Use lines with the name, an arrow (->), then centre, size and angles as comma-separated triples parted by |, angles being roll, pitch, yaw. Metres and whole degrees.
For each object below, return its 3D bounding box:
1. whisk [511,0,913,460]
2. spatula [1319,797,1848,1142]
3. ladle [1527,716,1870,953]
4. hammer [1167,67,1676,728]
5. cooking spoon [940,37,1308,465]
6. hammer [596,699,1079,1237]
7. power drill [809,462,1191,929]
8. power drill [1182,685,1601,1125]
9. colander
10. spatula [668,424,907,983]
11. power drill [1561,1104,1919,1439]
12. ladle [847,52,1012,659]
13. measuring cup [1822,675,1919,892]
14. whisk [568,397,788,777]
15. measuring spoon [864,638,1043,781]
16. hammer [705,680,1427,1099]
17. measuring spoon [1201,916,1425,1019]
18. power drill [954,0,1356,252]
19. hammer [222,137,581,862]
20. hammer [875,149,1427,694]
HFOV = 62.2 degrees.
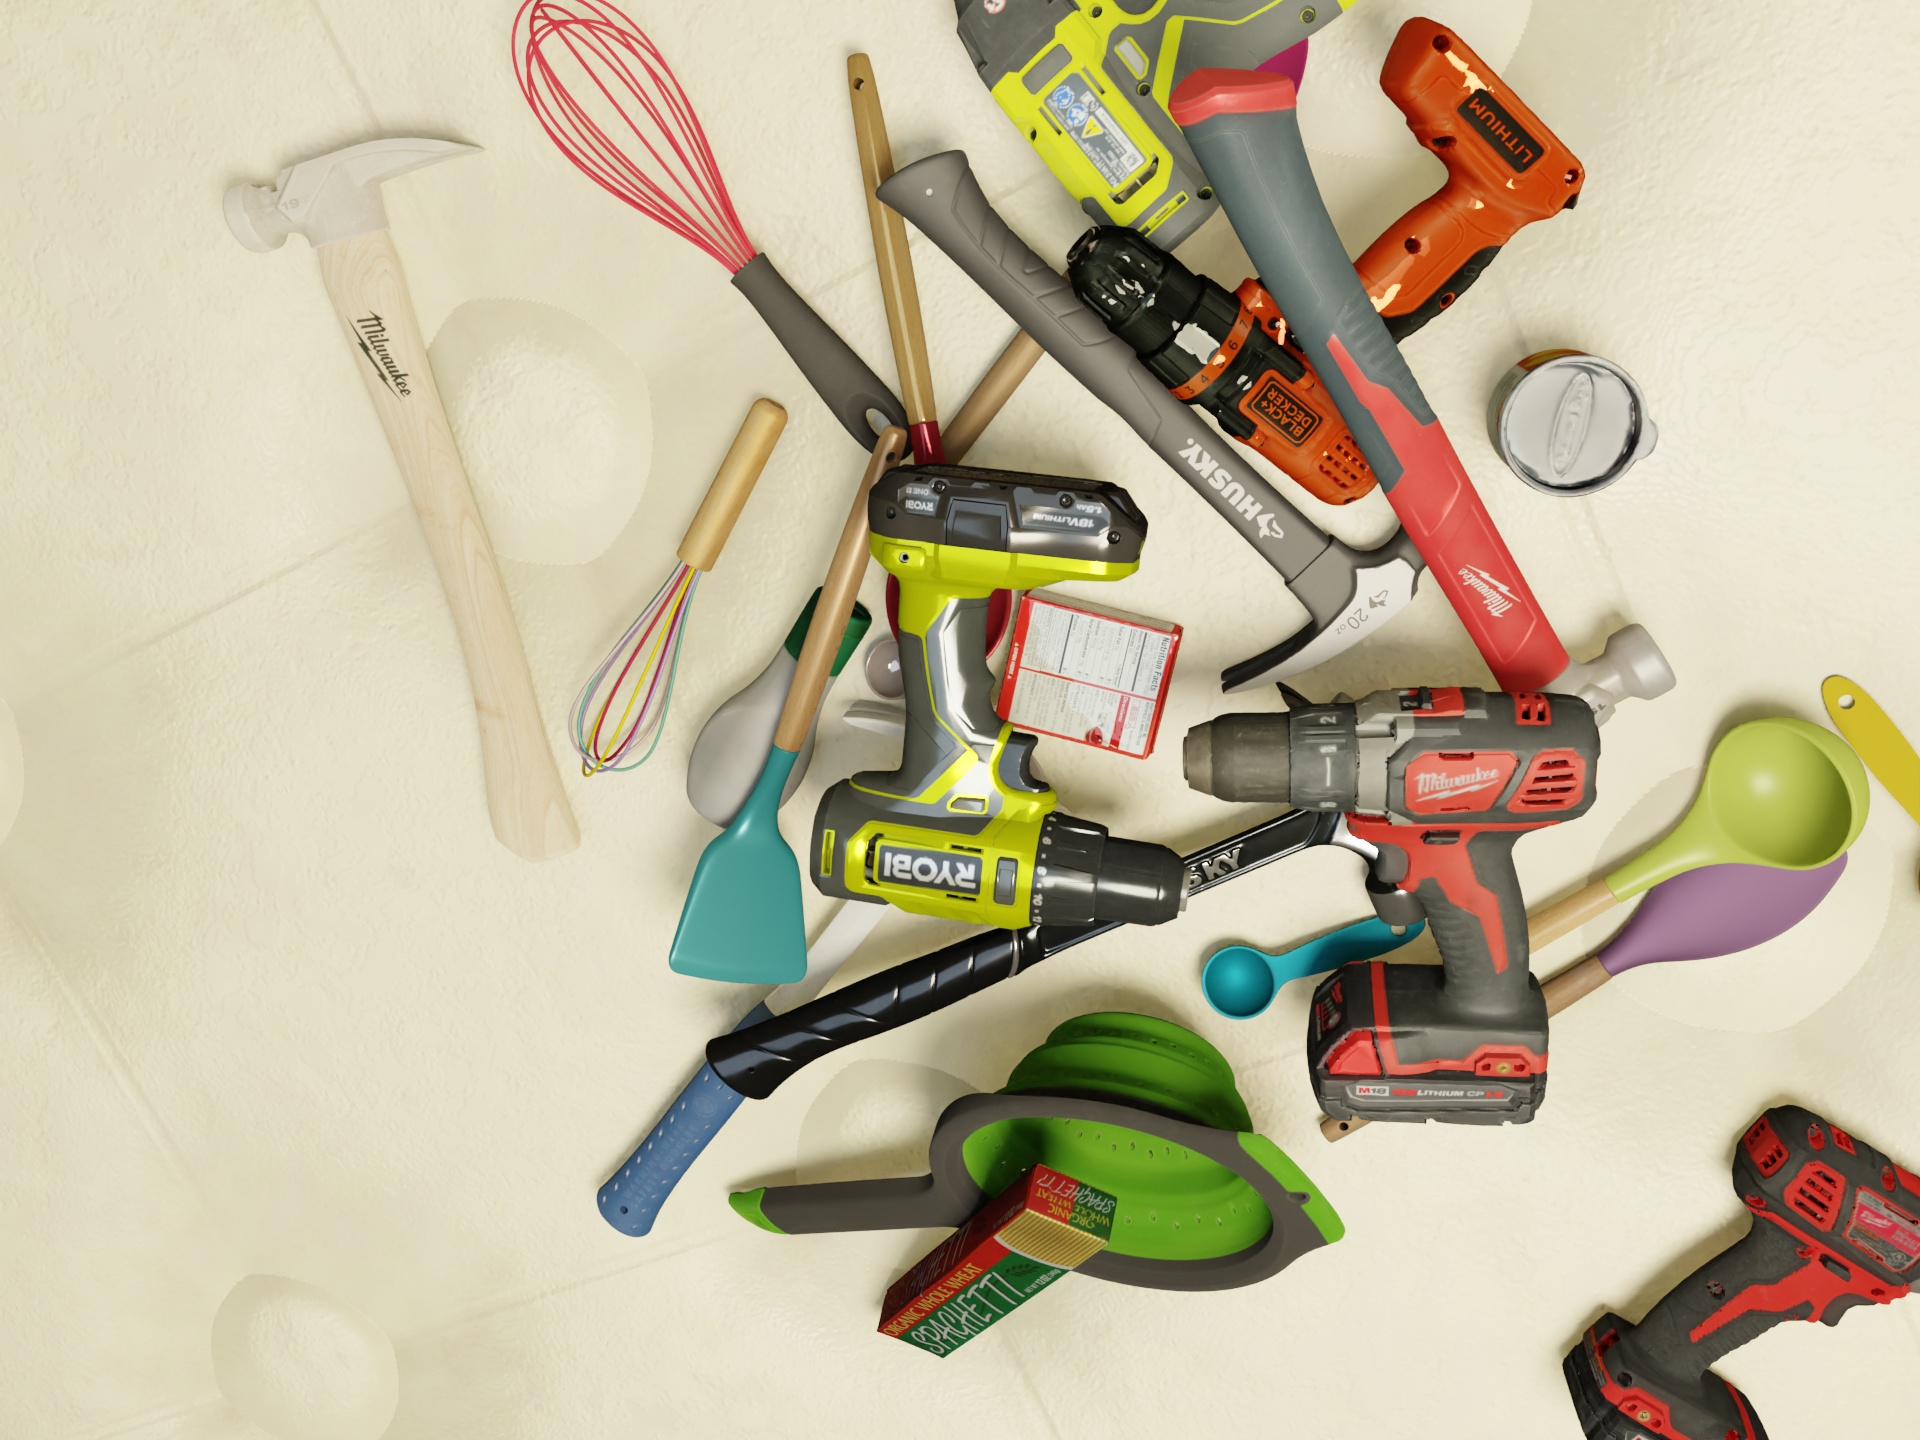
whisk -> -0.123, -0.251, 0.825 | 0.073, 0.073, 0.295 | -37, 102, 19
spatula -> 0.329, 0.149, 0.865 | 0.316, 0.018, 0.060 | -37, 87, 19
ladle -> 0.317, 0.103, 0.836 | 0.320, 0.062, 0.078 | -36, 70, 22
hammer -> 0.187, -0.112, 0.714 | 0.143, 0.038, 0.386 | -31, 122, 16
cooking spoon -> 0.059, -0.223, 0.812 | 0.069, 0.017, 0.319 | 40, 110, 1
hammer -> -0.105, 0.163, 0.954 | 0.144, 0.035, 0.405 | 38, 110, -1
power drill -> 0.029, -0.005, 0.793 | 0.190, 0.080, 0.228 | 8, 104, 9
power drill -> 0.207, 0.087, 0.784 | 0.188, 0.080, 0.226 | -1, 118, 11
colander -> 0.026, 0.245, 0.926 | 0.397, 0.095, 0.204 | -15, 130, 34
spatula -> -0.080, -0.004, 0.851 | 0.082, 0.044, 0.317 | 10, 111, -27
power drill -> 0.447, 0.328, 0.867 | 0.143, 0.078, 0.219 | 31, 107, 1
ladle -> -0.025, -0.180, 0.822 | 0.069, 0.031, 0.315 | -7, 100, 13
measuring cup -> 0.485, 0.041, 0.802 | 0.062, 0.029, 0.156 | -37, 84, 19
whisk -> -0.158, -0.068, 0.893 | 0.051, 0.047, 0.245 | 32, 107, 3
measuring spoon -> -0.001, -0.003, 0.875 | 0.124, 0.018, 0.034 | 37, 106, 19
hammer -> 0.044, 0.115, 0.872 | 0.409, 0.036, 0.149 | -24, 107, 10
measuring spoon -> 0.198, 0.132, 0.893 | 0.128, 0.021, 0.042 | -20, 89, 8
power drill -> 0.113, -0.345, 0.725 | 0.223, 0.080, 0.171 | -38, 93, 19
hammer -> -0.284, -0.115, 0.909 | 0.146, 0.038, 0.410 | -11, 104, 14
hammer -> 0.089, -0.157, 0.802 | 0.334, 0.035, 0.146 | 42, 109, -8
